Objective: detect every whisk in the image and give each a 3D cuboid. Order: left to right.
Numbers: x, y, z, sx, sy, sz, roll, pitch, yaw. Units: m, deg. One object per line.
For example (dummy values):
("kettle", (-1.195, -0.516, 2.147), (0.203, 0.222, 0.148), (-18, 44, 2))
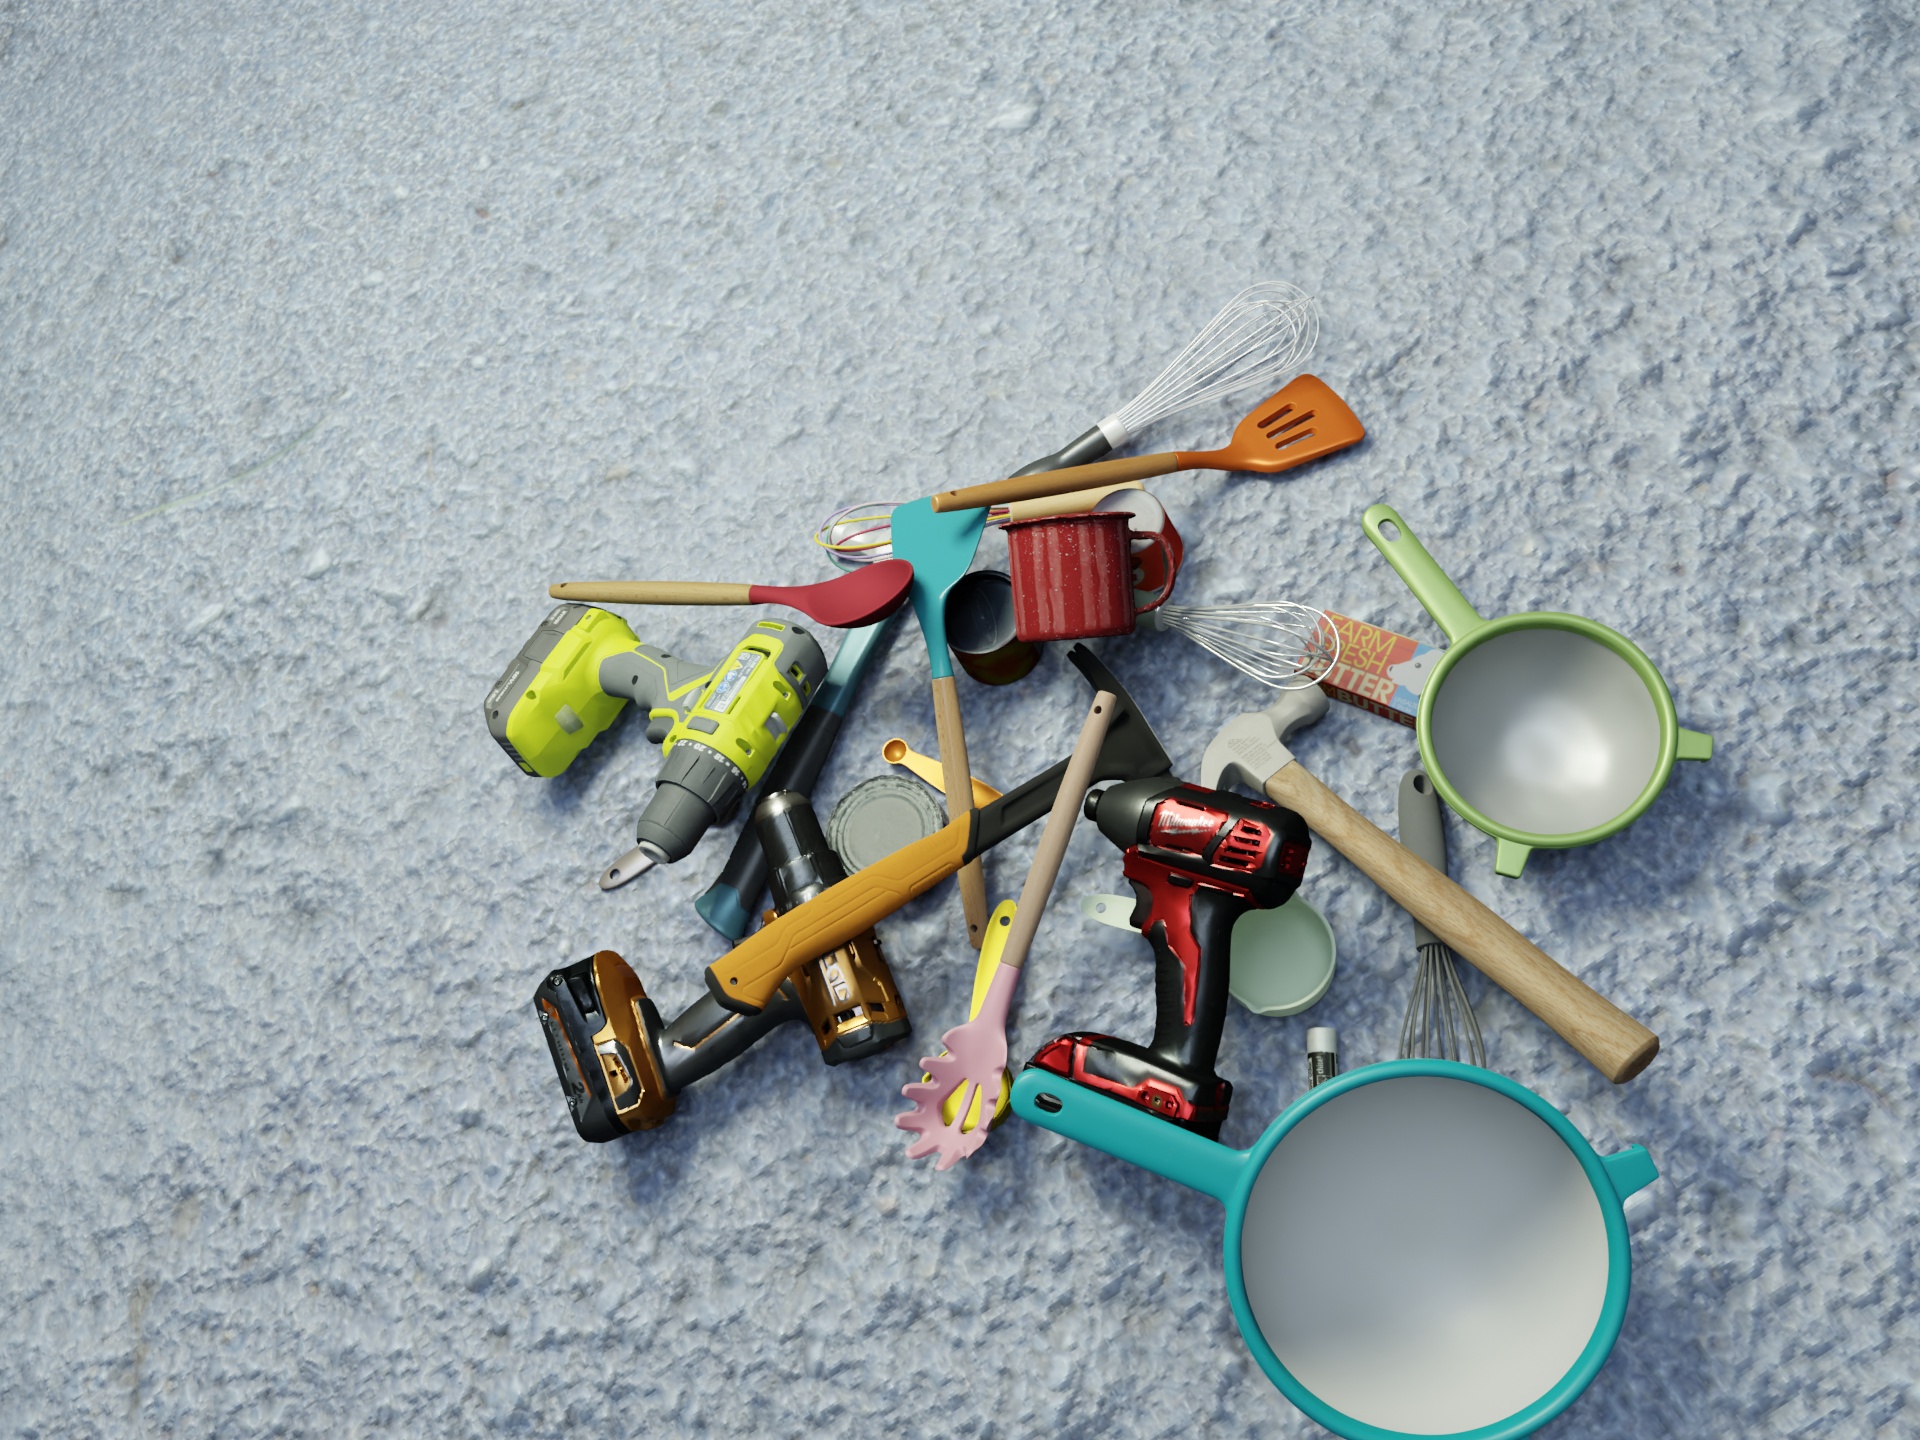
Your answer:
("whisk", (0.015, -0.147, 1.162), (0.245, 0.047, 0.051), (-8, 91, -4))
("whisk", (0.141, -0.233, 1.181), (0.284, 0.070, 0.070), (-33, 62, 6))
("whisk", (0.148, -0.071, 1.096), (0.246, 0.057, 0.059), (18, 82, 36))
("whisk", (0.288, 0.138, 0.977), (0.055, 0.055, 0.239), (-5, 61, 15))

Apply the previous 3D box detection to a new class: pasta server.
("pasta server", (0.039, 0.128, 1.004), (0.060, 0.040, 0.316), (17, 83, 25))

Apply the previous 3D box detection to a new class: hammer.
("hammer", (-0.105, 0.006, 1.162), (0.128, 0.033, 0.331), (19, 74, 25))
("hammer", (-0.019, 0.081, 1.032), (0.337, 0.034, 0.127), (-31, 85, -15))
("hammer", (0.270, 0.099, 0.957), (0.130, 0.031, 0.332), (-37, 49, -11))

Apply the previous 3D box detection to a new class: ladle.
("ladle", (-0.170, -0.090, 1.137), (0.315, 0.031, 0.069), (3, 43, 27))

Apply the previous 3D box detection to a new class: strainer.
("strainer", (0.190, 0.262, 0.888), (0.340, 0.095, 0.211), (21, 92, 6))
("strainer", (0.335, -0.029, 1.012), (0.151, 0.069, 0.257), (-32, 68, 1))

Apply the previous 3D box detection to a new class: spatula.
("spatula", (-0.002, -0.003, 1.091), (0.082, 0.044, 0.317), (-9, 86, 25))
("spatula", (0.130, -0.186, 1.119), (0.322, 0.041, 0.081), (-13, 51, -20))

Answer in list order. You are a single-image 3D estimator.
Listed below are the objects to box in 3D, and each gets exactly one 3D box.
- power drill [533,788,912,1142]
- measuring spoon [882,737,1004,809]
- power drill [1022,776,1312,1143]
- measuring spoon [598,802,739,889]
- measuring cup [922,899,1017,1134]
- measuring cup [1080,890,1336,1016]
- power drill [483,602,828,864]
("power drill", (-0.165, 0.165, 1.065), (0.226, 0.084, 0.185), (-22, 80, 4))
("measuring spoon", (-0.006, 0.045, 1.129), (0.117, 0.011, 0.021), (28, 77, 22))
("power drill", (0.118, 0.144, 0.969), (0.143, 0.078, 0.220), (15, 88, 32))
("measuring spoon", (-0.217, 0.085, 1.169), (0.124, 0.018, 0.034), (-36, 62, 0))
("measuring cup", (0.019, 0.195, 1.045), (0.062, 0.029, 0.157), (6, 66, 19))
("measuring cup", (0.158, 0.141, 1.020), (0.168, 0.038, 0.083), (12, 71, 24))
("power drill", (-0.228, 0.002, 1.140), (0.229, 0.080, 0.191), (12, 57, 33))
